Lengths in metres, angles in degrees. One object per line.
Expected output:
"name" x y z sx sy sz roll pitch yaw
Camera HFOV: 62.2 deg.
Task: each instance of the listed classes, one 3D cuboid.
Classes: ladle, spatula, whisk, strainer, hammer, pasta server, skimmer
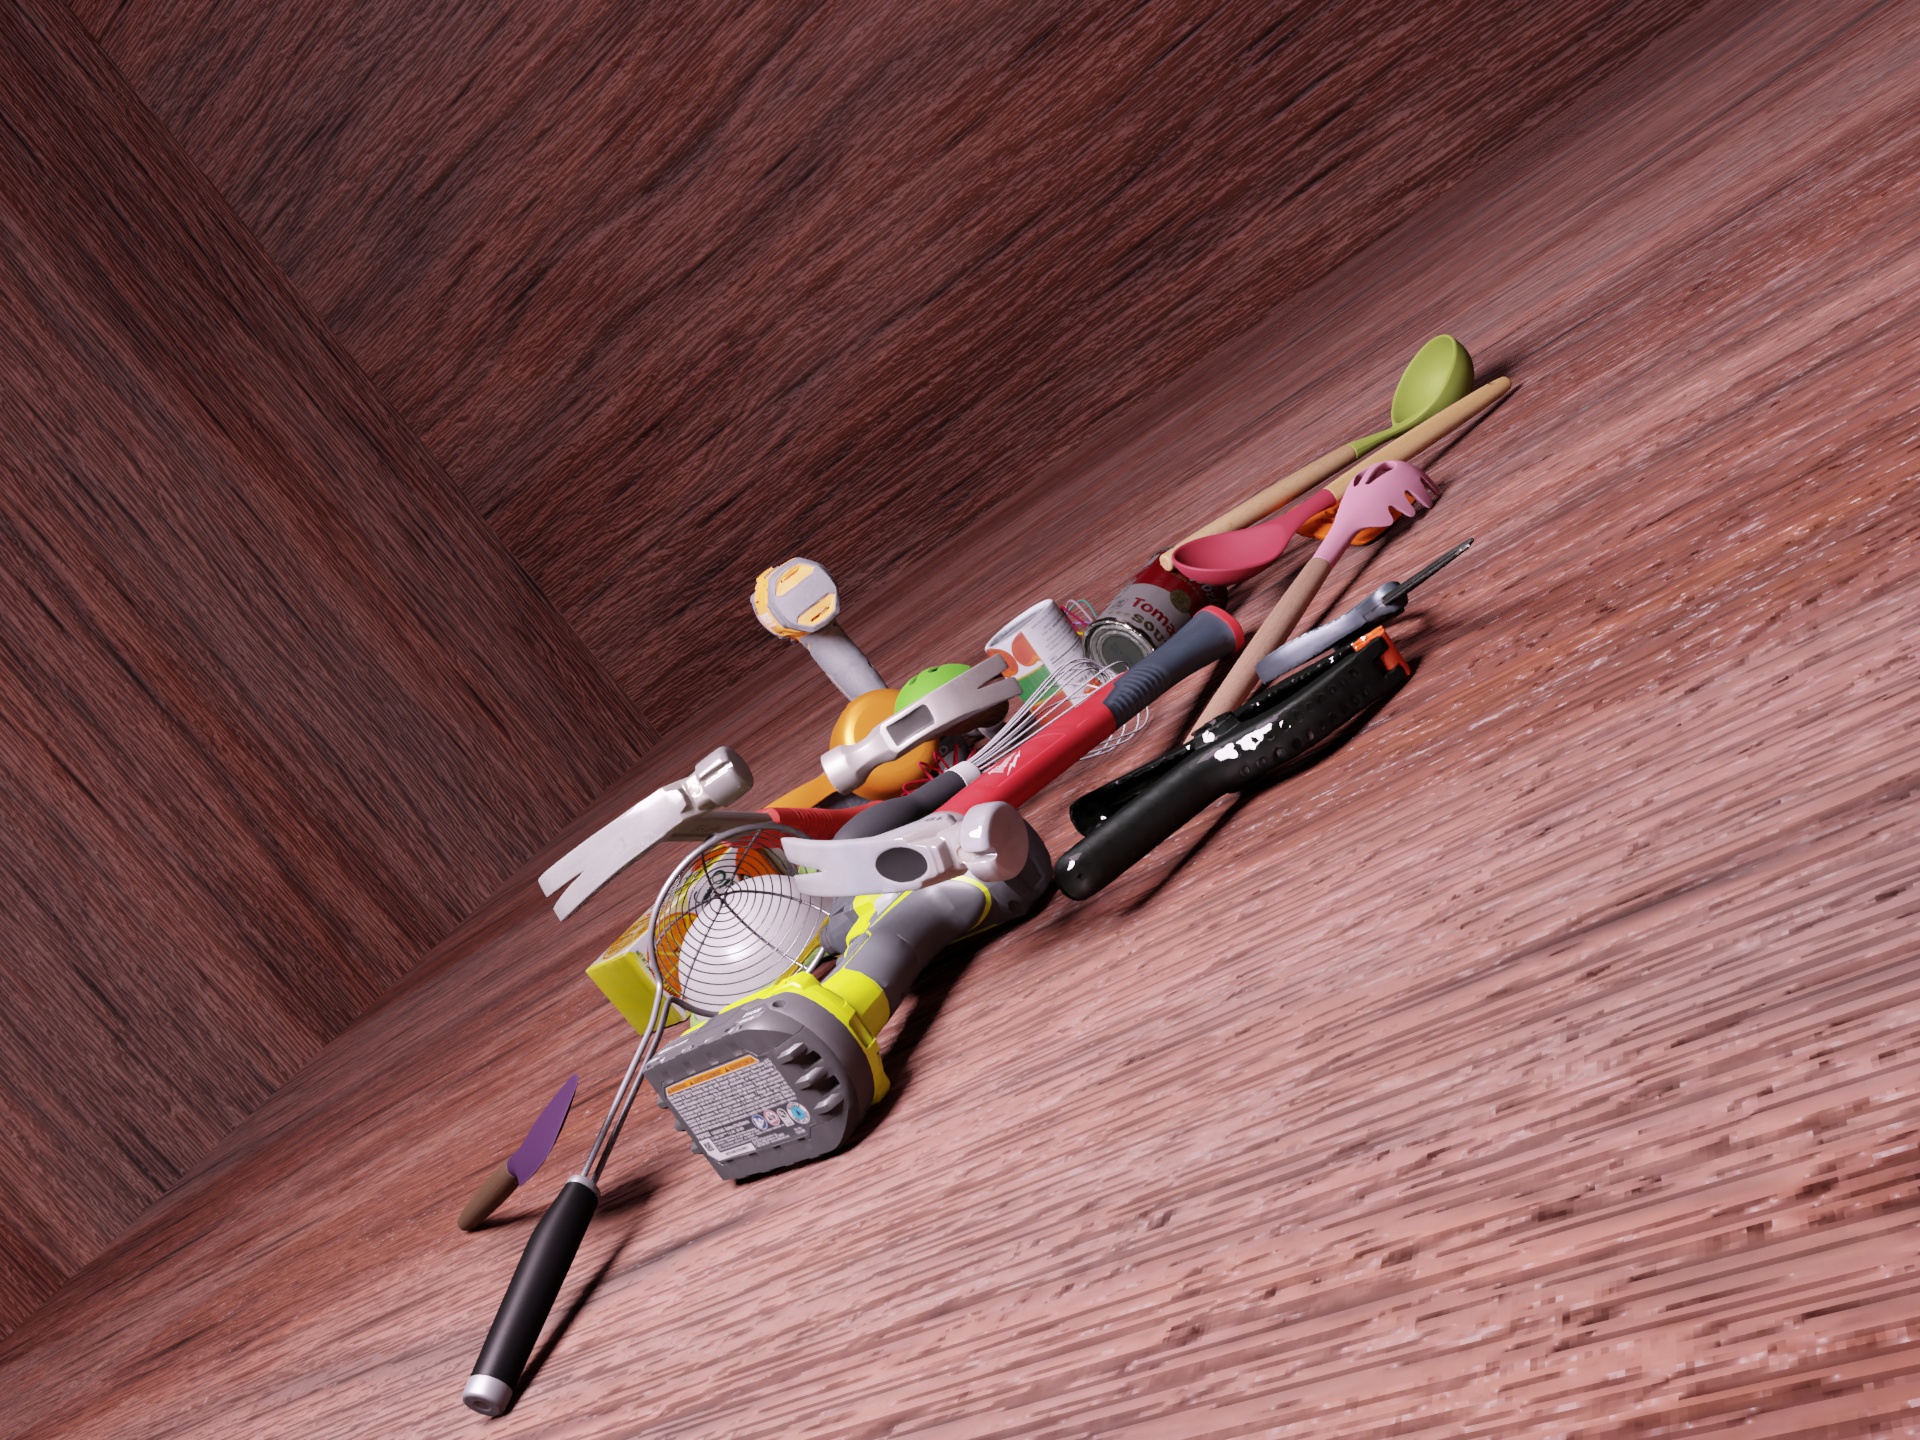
"ladle" 0.280 -0.172 1.132 0.315 0.031 0.069 -32 35 -19
"ladle" 0.266 -0.199 1.191 0.320 0.062 0.078 -31 2 -21
"spatula" 0.218 -0.117 1.227 0.081 0.041 0.322 -42 7 -31
"whisk" 0.023 0.027 0.994 0.284 0.070 0.070 -29 2 -42
"strainer" -0.146 0.138 1.197 0.151 0.069 0.256 -35 12 14
"hammer" -0.137 0.080 1.105 0.149 0.037 0.359 -36 -14 13
"pasta server" 0.220 -0.075 1.006 0.060 0.040 0.316 -5 36 47
"hammer" -0.002 -0.004 1.164 0.130 0.031 0.331 -31 -3 10
"whisk" -0.003 0.046 1.170 0.073 0.073 0.296 -37 3 3
"whisk" 0.118 -0.069 1.311 0.051 0.047 0.245 -50 15 -2
"hammer" 0.059 0.007 0.939 0.143 0.038 0.386 -10 14 36
"spatula" -0.275 0.276 0.974 0.315 0.018 0.060 -47 22 52
"skimmer" -0.163 0.207 0.882 0.090 0.127 0.364 -11 35 25

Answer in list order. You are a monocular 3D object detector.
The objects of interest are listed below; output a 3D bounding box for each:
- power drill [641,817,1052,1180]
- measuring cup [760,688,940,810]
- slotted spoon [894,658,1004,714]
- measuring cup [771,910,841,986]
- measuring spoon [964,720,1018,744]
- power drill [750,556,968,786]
"power drill" -0.063 0.144 0.873 0.171 0.080 0.223 -28 10 40
"measuring cup" -0.094 0.039 1.271 0.173 0.095 0.052 -32 -7 -19
"slotted spoon" 0.026 -0.043 1.329 0.070 0.031 0.314 -31 -4 26
"measuring cup" -0.098 0.169 1.048 0.156 0.029 0.062 -49 12 2
"measuring spoon" 0.029 0.012 1.338 0.034 0.018 0.124 -34 16 -8
"power drill" -0.103 -0.041 1.402 0.084 0.226 0.185 -39 10 -12
